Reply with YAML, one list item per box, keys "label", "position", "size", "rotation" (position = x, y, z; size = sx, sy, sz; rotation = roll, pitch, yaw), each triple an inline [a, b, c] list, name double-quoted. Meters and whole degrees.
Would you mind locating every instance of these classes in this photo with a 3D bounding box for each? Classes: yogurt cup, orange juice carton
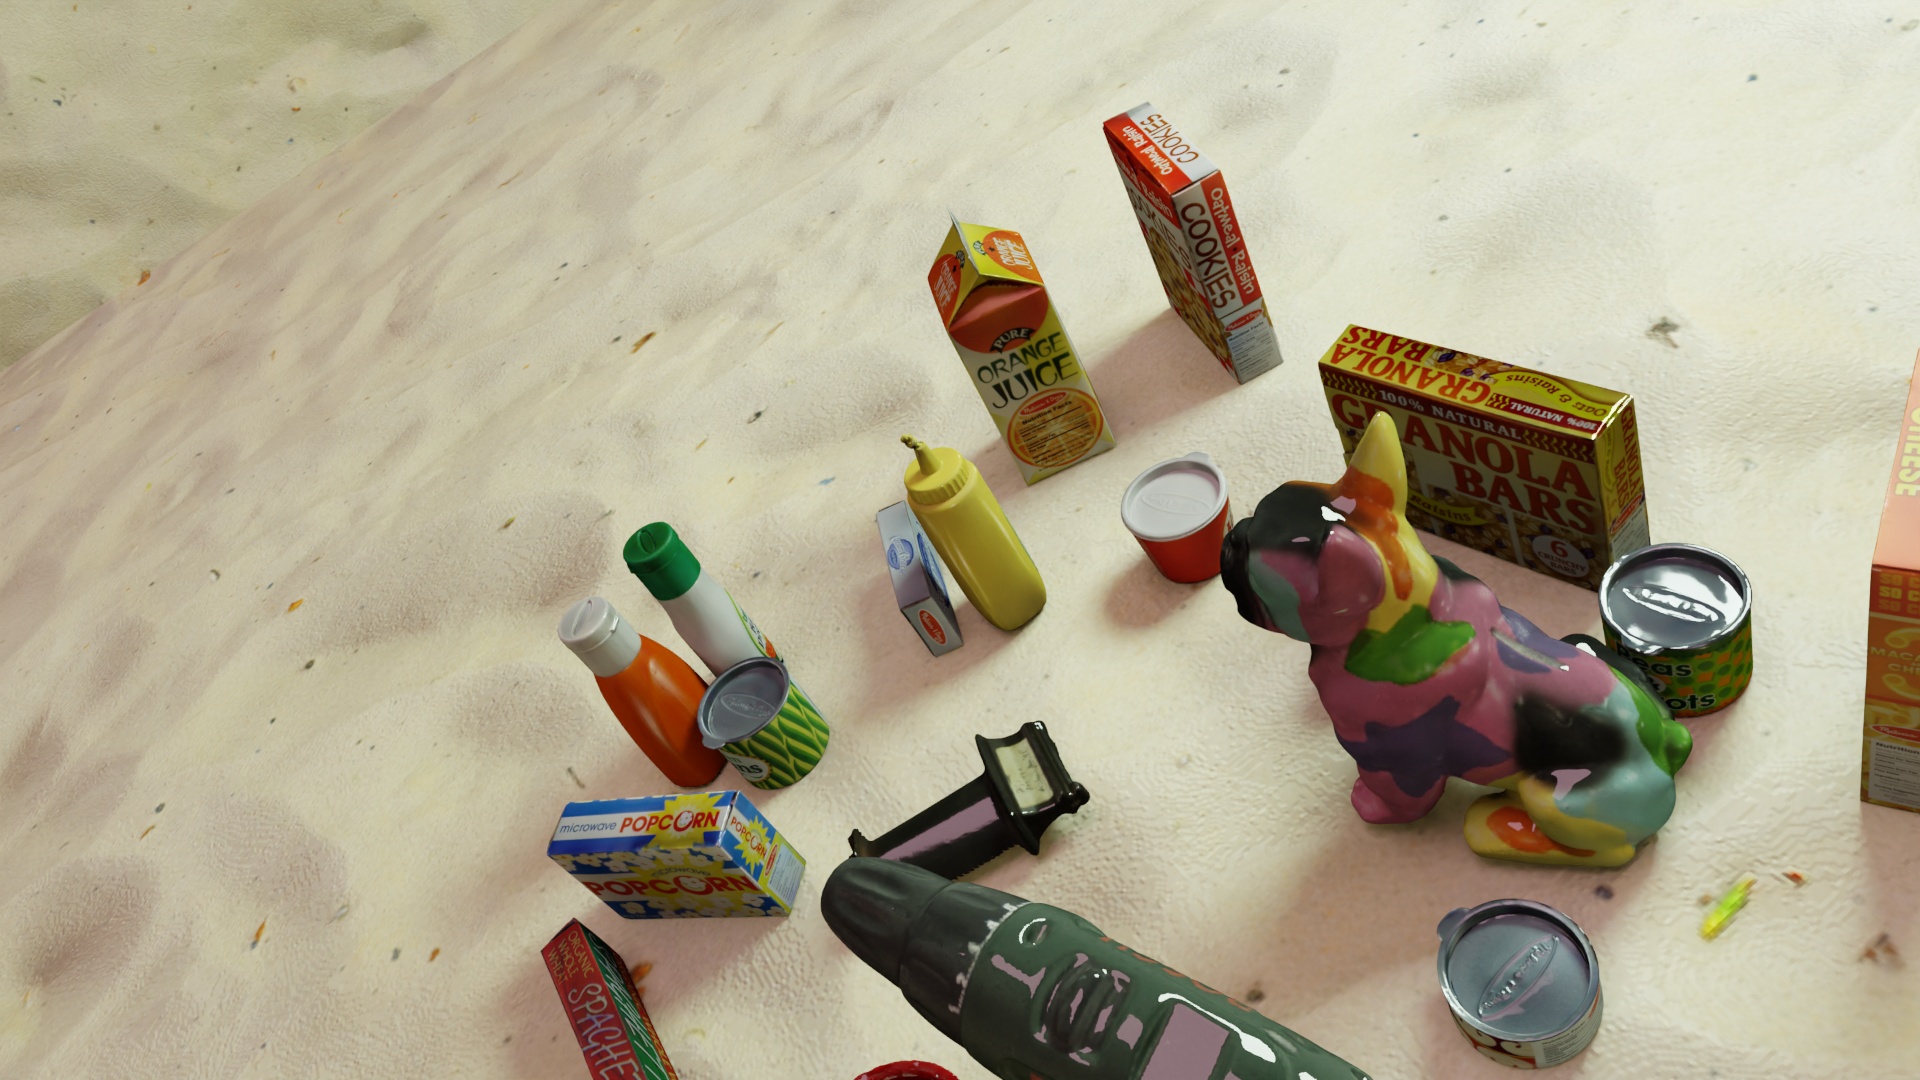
- label: "yogurt cup"
  position: [0.140, -0.010, 0.868]
  size: [0.072, 0.053, 0.073]
  rotation: [-17, 43, 16]
- label: "orange juice carton"
  position: [0.036, -0.136, 0.950]
  size: [0.073, 0.192, 0.072]
  rotation: [-25, 41, 7]

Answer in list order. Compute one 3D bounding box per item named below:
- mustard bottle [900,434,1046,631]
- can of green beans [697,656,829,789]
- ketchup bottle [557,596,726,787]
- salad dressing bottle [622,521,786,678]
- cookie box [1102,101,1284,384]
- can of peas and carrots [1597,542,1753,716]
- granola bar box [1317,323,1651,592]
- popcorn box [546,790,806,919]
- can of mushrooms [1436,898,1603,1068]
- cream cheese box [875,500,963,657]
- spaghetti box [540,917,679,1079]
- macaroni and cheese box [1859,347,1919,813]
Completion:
- label: "mustard bottle"
  position: [0.003, -0.011, 0.869]
  size: [0.049, 0.159, 0.065]
  rotation: [-37, 41, -7]
- label: "can of green beans"
  position: [-0.126, 0.118, 0.894]
  size: [0.071, 0.057, 0.071]
  rotation: [-17, 43, 16]
- label: "ketchup bottle"
  position: [-0.200, 0.095, 0.892]
  size: [0.043, 0.148, 0.065]
  rotation: [-10, 45, 23]
- label: "salad dressing bottle"
  position: [-0.169, 0.049, 0.921]
  size: [0.044, 0.147, 0.064]
  rotation: [-36, 41, -5]
- label: "cookie box"
  position: [0.161, -0.206, 0.966]
  size: [0.040, 0.166, 0.123]
  rotation: [-29, 41, 3]
- label: "can of peas and carrots"
  position: [0.351, 0.046, 0.682]
  size: [0.071, 0.058, 0.071]
  rotation: [-17, 43, 16]
- label: "granola bar box"
  position: [0.285, -0.045, 0.763]
  size: [0.039, 0.123, 0.166]
  rotation: [-46, 43, -17]
- label: "popcorn box"
  position: [-0.169, 0.189, 0.827]
  size: [0.126, 0.085, 0.038]
  rotation: [-8, 45, 24]
- label: "can of mushrooms"
  position: [0.246, 0.194, 0.615]
  size: [0.071, 0.033, 0.071]
  rotation: [-17, 43, 16]
- label: "cream cheese box"
  position: [-0.028, 0.025, 0.933]
  size: [0.024, 0.053, 0.104]
  rotation: [-25, 41, 7]
- label: "spaghetti box"
  position: [-0.167, 0.300, 0.741]
  size: [0.029, 0.050, 0.251]
  rotation: [-38, 41, -9]
- label: "macaroni and cheese box"
  position: [0.415, 0.020, 0.588]
  size: [0.040, 0.165, 0.124]
  rotation: [9, 54, 37]
